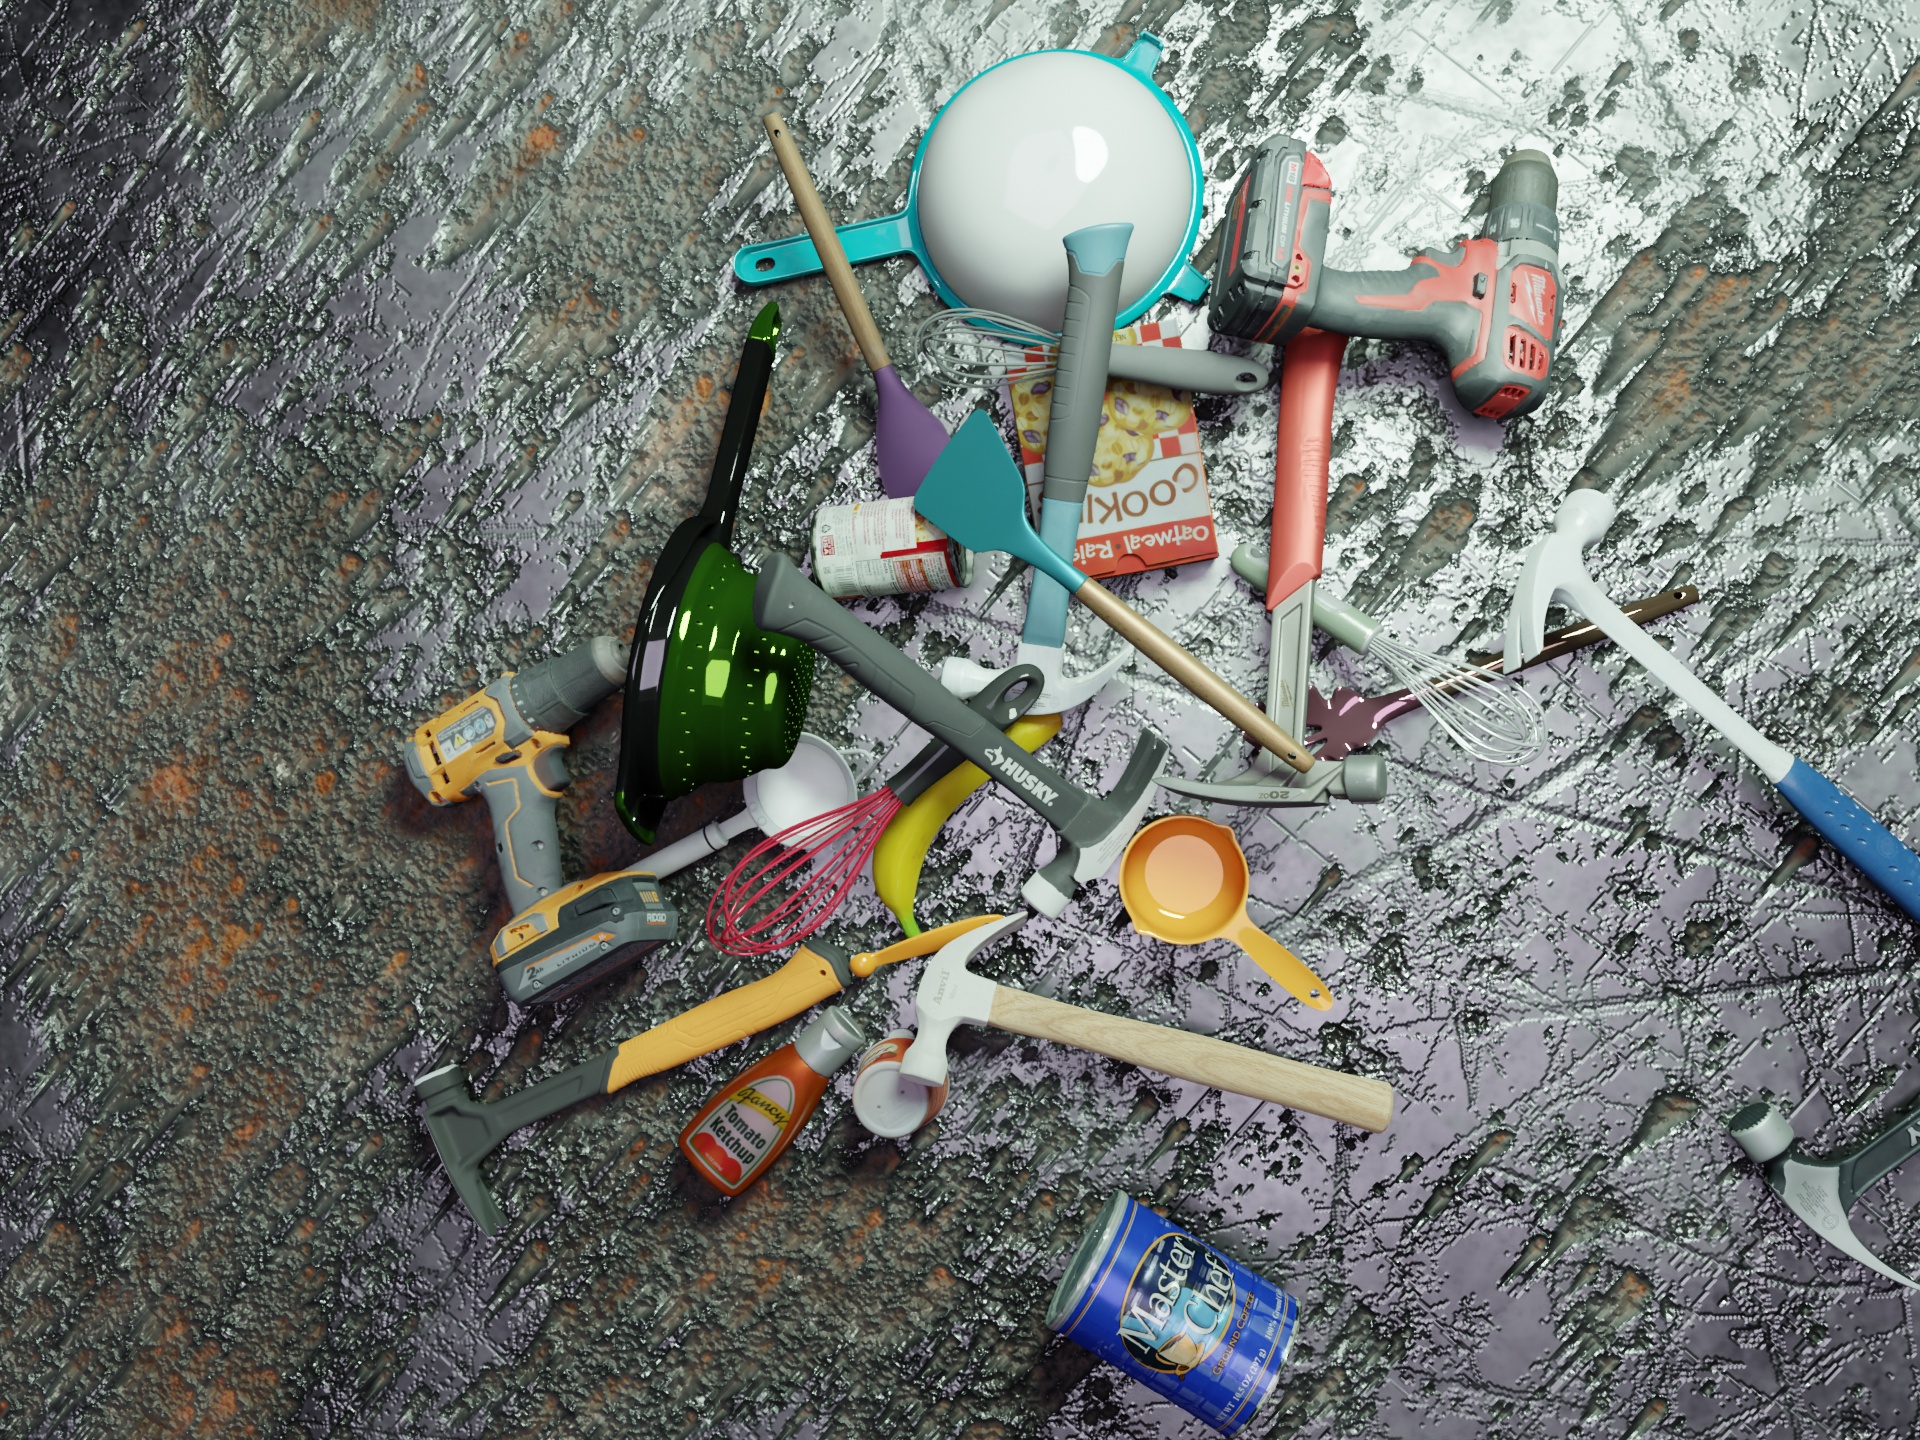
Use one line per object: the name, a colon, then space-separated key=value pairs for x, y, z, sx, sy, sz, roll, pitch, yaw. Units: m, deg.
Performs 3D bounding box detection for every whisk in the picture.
whisk: x=0.280 y=-0.050 z=1.058 sx=0.246 sy=0.058 sz=0.059 roll=37 pitch=132 yaw=23
whisk: x=0.087 y=-0.241 z=1.071 sx=0.239 sy=0.055 sz=0.055 roll=7 pitch=91 yaw=4
whisk: x=-0.058 y=0.062 z=1.085 sx=0.296 sy=0.073 sz=0.073 roll=-41 pitch=85 yaw=6

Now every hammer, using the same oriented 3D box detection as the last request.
hammer: x=0.069 y=-0.161 z=1.056 sx=0.128 sy=0.033 sz=0.331 roll=10 pitch=109 yaw=8
hammer: x=-0.229 y=0.253 z=1.158 sx=0.337 sy=0.034 sz=0.127 roll=-26 pitch=85 yaw=7
hammer: x=0.710 y=0.204 z=1.026 sx=0.409 sy=0.036 sz=0.149 roll=-38 pitch=86 yaw=6
hammer: x=-0.002 y=-0.003 z=1.030 sx=0.334 sy=0.035 sz=0.146 roll=38 pitch=95 yaw=-31
hammer: x=0.517 y=0.029 z=1.021 sx=0.405 sy=0.035 sz=0.144 roll=41 pitch=62 yaw=-2
hammer: x=0.216 y=-0.120 z=1.063 sx=0.149 sy=0.036 sz=0.359 roll=1 pitch=78 yaw=25
hammer: x=0.133 y=0.222 z=1.093 sx=0.331 sy=0.031 sz=0.130 roll=14 pitch=68 yaw=2

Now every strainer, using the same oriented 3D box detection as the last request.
strainer: x=-0.001 y=-0.359 z=1.098 sx=0.340 sy=0.095 sz=0.211 roll=-11 pitch=88 yaw=7
strainer: x=-0.170 y=0.078 z=1.148 sx=0.258 sy=0.050 sz=0.087 roll=-27 pitch=94 yaw=13

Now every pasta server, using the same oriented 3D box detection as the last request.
pasta server: x=0.345 y=-0.032 z=1.077 sx=0.316 sy=0.040 sz=0.060 roll=-21 pitch=69 yaw=6

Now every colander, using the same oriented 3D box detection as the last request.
colander: x=-0.137 y=-0.105 z=1.089 sx=0.094 sy=0.204 sz=0.397 roll=10 pitch=73 yaw=3

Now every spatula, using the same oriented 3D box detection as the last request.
spatula: x=-0.068 y=-0.269 z=1.111 sx=0.060 sy=0.018 sz=0.315 roll=-21 pitch=102 yaw=12
spatula: x=0.102 y=-0.073 z=1.024 sx=0.317 sy=0.044 sz=0.082 roll=40 pitch=112 yaw=6

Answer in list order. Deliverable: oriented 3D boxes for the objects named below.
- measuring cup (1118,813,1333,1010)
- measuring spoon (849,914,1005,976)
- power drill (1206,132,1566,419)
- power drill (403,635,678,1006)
measuring cup: x=0.185 y=0.135 z=1.092 sx=0.173 sy=0.052 sz=0.095 roll=41 pitch=95 yaw=4
measuring spoon: x=-0.023 y=0.161 z=1.131 sx=0.117 sy=0.011 sz=0.021 roll=-18 pitch=126 yaw=1
power drill: x=0.289 y=-0.310 z=1.042 sx=0.226 sy=0.080 sz=0.188 roll=13 pitch=75 yaw=-6
power drill: x=-0.281 y=0.065 z=1.128 sx=0.185 sy=0.084 sz=0.226 roll=-30 pitch=75 yaw=14
